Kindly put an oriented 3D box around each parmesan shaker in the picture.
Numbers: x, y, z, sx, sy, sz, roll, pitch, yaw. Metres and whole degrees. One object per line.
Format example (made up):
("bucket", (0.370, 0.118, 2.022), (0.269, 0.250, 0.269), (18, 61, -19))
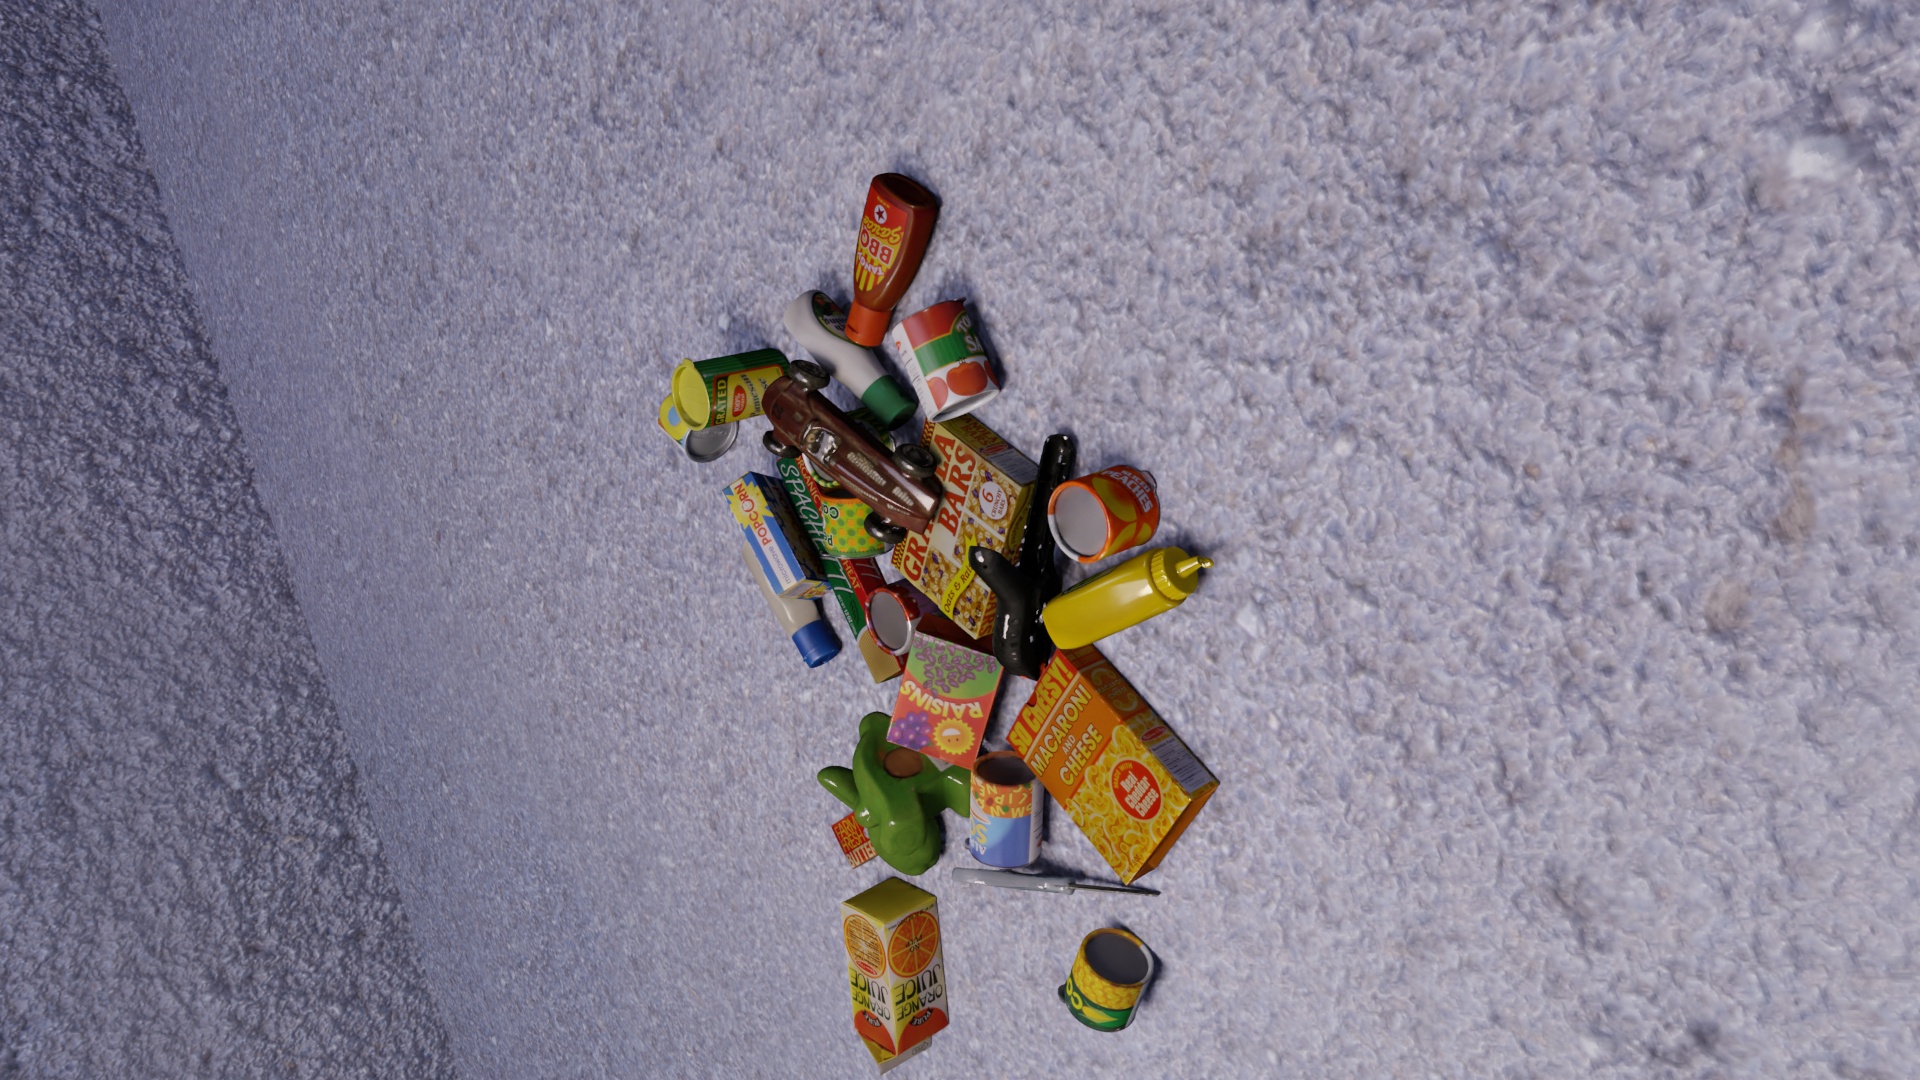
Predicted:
("parmesan shaker", (-0.223, -0.153, 1.369), (0.071, 0.103, 0.071), (21, 119, 43))

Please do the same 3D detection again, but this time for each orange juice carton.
("orange juice carton", (-0.066, 0.456, 1.437), (0.073, 0.072, 0.192), (11, 112, 47))

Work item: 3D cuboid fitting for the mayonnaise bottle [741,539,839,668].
("mayonnaise bottle", (-0.176, 0.061, 1.440), (0.148, 0.041, 0.064), (58, 159, 15))

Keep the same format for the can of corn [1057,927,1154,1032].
("can of corn", (0.125, 0.375, 1.191), (0.071, 0.071, 0.058), (39, 129, 33))

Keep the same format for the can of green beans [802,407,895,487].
("can of green beans", (-0.106, -0.087, 1.295), (0.071, 0.058, 0.071), (20, 119, 43))

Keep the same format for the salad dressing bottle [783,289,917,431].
("salad dressing bottle", (-0.099, -0.163, 1.261), (0.148, 0.064, 0.043), (48, 116, 14))

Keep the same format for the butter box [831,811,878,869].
("butter box", (-0.094, 0.303, 1.450), (0.103, 0.024, 0.053), (-41, 73, 48))

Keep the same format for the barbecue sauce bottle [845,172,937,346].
("barbecue sauce bottle", (-0.066, -0.239, 1.204), (0.065, 0.044, 0.147), (44, 133, 28))

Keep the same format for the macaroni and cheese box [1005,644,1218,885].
("macaroni and cheese box", (0.120, 0.181, 1.148), (0.167, 0.040, 0.123), (48, 134, 26))

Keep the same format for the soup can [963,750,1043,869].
("soup can", (0.038, 0.239, 1.240), (0.071, 0.071, 0.083), (21, 118, 43))

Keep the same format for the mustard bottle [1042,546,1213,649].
("mustard bottle", (0.134, 0.038, 1.066), (0.159, 0.065, 0.049), (-29, 87, 44))

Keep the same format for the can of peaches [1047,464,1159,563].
("can of peaches", (0.111, -0.022, 1.070), (0.071, 0.058, 0.071), (21, 119, 44))

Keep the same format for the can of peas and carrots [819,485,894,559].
("can of peas and carrots", (-0.099, -0.020, 1.302), (0.071, 0.071, 0.058), (15, 114, 45))

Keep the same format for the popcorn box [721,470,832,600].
("popcorn box", (-0.178, -0.003, 1.385), (0.038, 0.085, 0.127), (-32, 76, 13))

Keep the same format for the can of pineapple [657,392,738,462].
("can of pineapple", (-0.277, -0.126, 1.472), (0.058, 0.071, 0.070), (40, 131, 32))

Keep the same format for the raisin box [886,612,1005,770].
("raisin box", (-0.010, 0.136, 1.244), (0.086, 0.040, 0.122), (18, 117, 4))

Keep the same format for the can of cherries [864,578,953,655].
("can of cherries", (-0.048, 0.066, 1.284), (0.071, 0.058, 0.071), (20, 119, 43))

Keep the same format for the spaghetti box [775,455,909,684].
("spaghetti box", (-0.112, 0.019, 1.363), (0.050, 0.029, 0.250), (-35, 77, 48))

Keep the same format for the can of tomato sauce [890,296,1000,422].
("can of tomato sauce", (-0.011, -0.150, 1.158), (0.071, 0.071, 0.083), (-30, 81, 50))

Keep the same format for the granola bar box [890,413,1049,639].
("granola bar box", (0.004, -0.015, 1.210), (0.124, 0.039, 0.164), (40, 130, 33))
